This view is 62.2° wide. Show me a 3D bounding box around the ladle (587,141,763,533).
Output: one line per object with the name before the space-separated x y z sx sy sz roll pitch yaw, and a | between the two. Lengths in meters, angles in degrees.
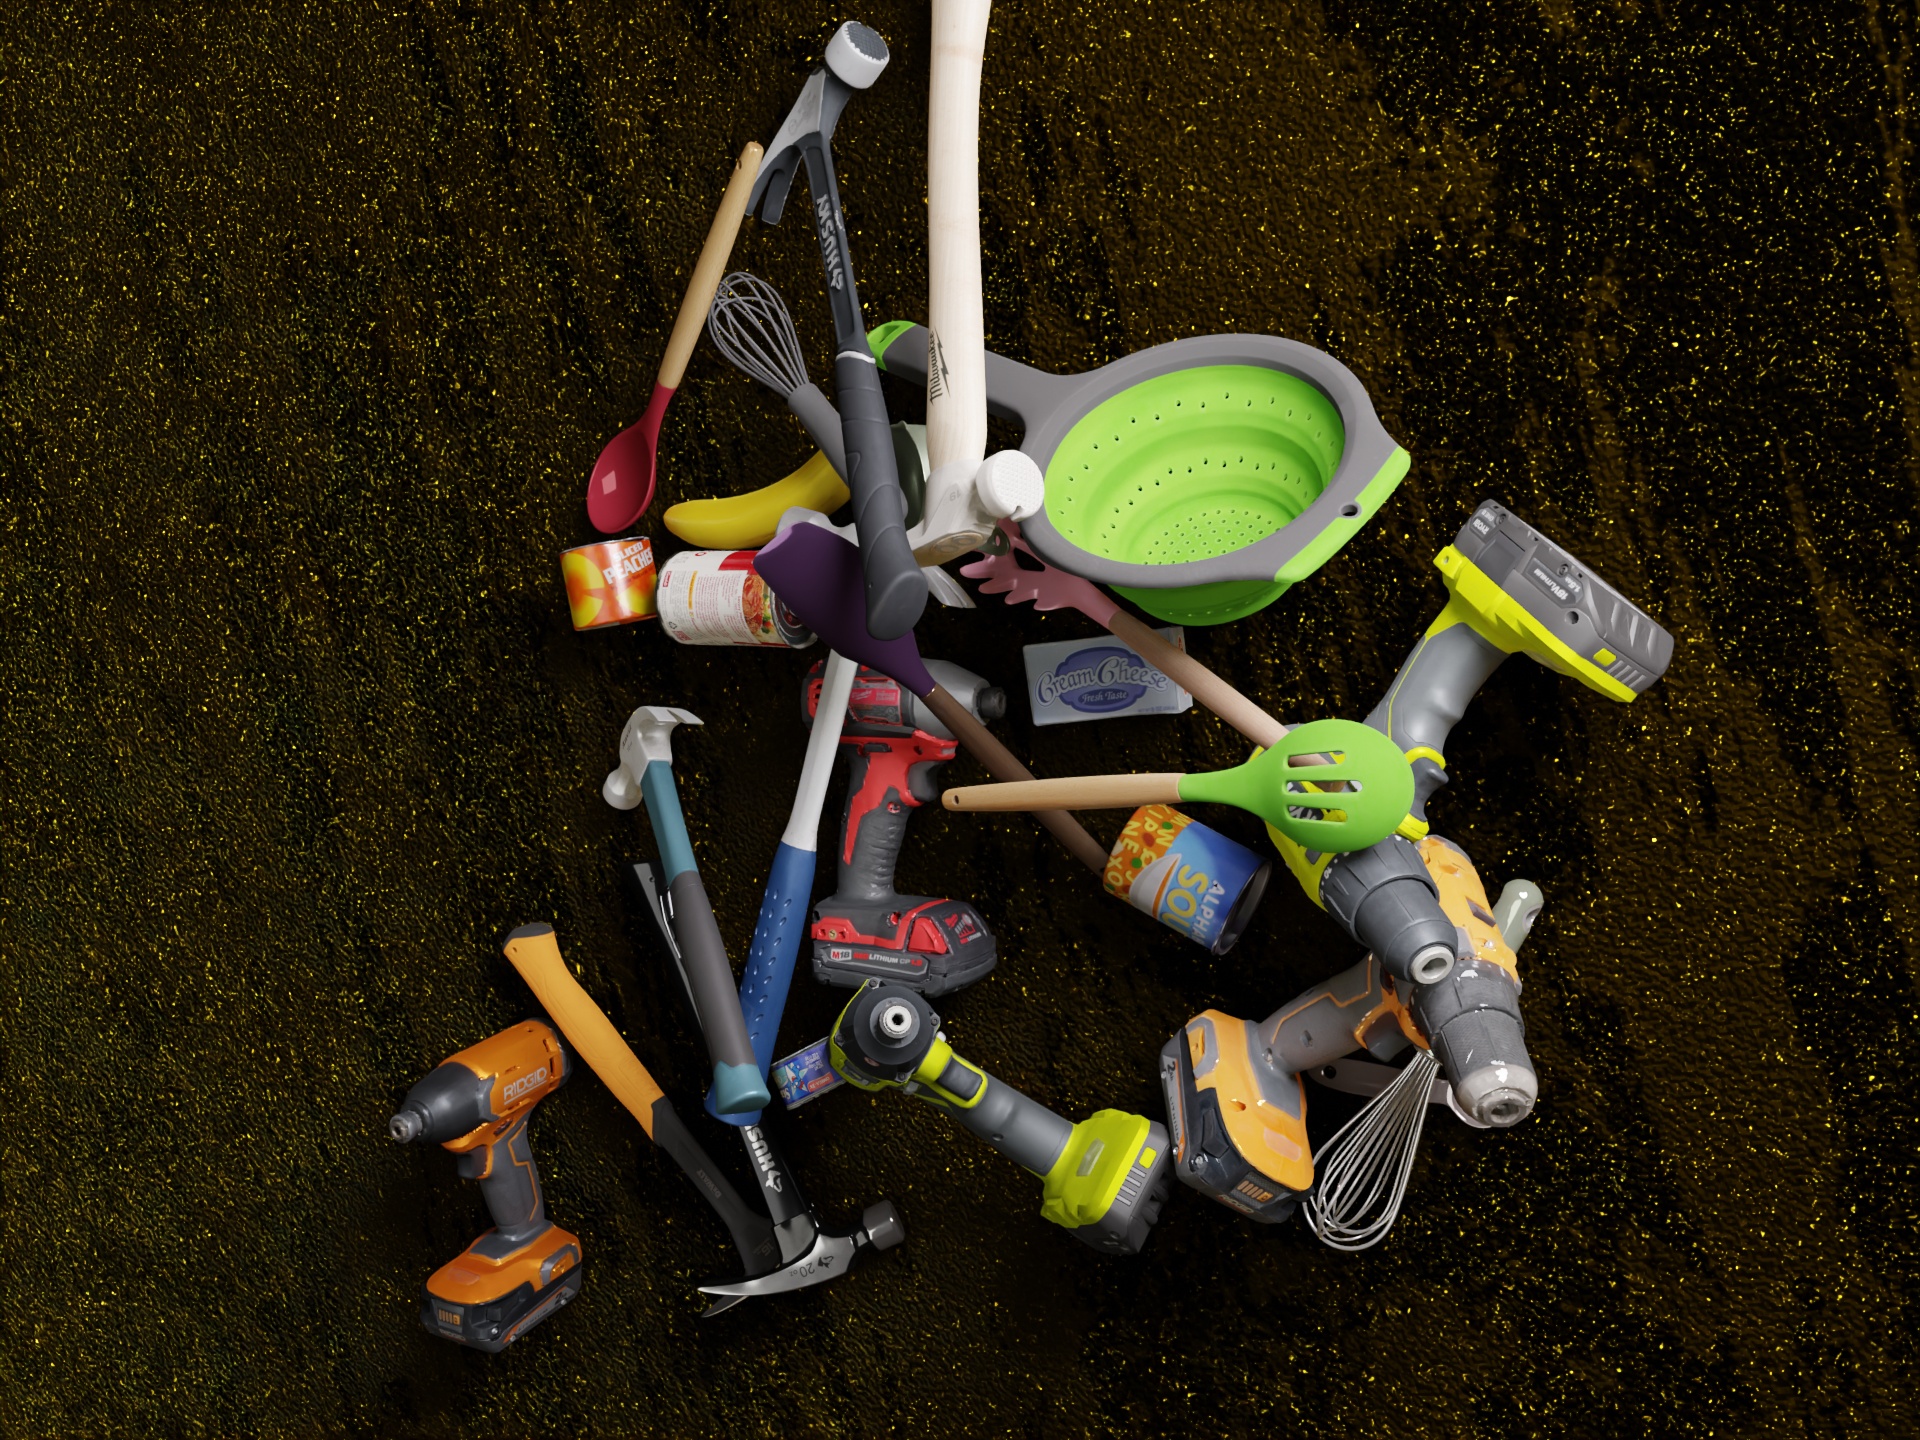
ladle | -0.195 -0.254 1.090 0.069 0.031 0.315 55 133 28

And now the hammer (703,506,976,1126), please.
hammer | -0.099 0.073 1.040 0.144 0.035 0.405 19 100 28

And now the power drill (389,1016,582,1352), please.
power drill | -0.369 0.362 1.230 0.084 0.164 0.226 4 101 26

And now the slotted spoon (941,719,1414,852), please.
slotted spoon | 0.107 0.042 0.908 0.314 0.031 0.070 -5 87 42

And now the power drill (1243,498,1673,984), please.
power drill | 0.263 0.014 0.855 0.228 0.080 0.191 -54 30 19

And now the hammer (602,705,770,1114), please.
hammer | -0.184 0.122 1.073 0.128 0.033 0.331 -61 39 37

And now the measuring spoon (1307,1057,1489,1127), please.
measuring spoon | 0.271 0.220 0.963 0.124 0.018 0.034 3 88 34

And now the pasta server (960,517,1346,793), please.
pasta server | 0.105 -0.046 0.946 0.317 0.040 0.060 42 122 39

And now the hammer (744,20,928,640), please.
hammer | -0.070 -0.229 0.960 0.149 0.036 0.409 -39 51 43

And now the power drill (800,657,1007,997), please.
power drill | -0.035 0.067 1.066 0.143 0.078 0.219 1 94 28

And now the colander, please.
colander | 0.083 -0.155 0.963 0.204 0.094 0.397 -44 49 -18

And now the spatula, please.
spatula | -0.002 -0.003 0.978 0.060 0.018 0.315 -37 112 19

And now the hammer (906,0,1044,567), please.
hammer | -0.010 -0.295 0.954 0.146 0.038 0.411 -18 67 51

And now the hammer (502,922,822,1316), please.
hammer | -0.250 0.296 1.231 0.337 0.034 0.127 48 114 14

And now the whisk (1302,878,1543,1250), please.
whisk | 0.270 0.201 0.927 0.059 0.057 0.246 34 100 39

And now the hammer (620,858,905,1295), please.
hammer | -0.174 0.254 1.163 0.146 0.035 0.335 -25 79 -2

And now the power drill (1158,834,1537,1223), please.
power drill | 0.220 0.193 0.895 0.084 0.186 0.226 32 118 -21

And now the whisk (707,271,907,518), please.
whisk | -0.101 -0.215 1.054 0.055 0.055 0.239 -48 63 24

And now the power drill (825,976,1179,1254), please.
power drill | 0.022 0.239 0.988 0.223 0.171 0.080 31 71 1

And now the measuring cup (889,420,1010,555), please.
measuring cup | -0.003 -0.137 1.003 0.168 0.038 0.083 38 128 48
